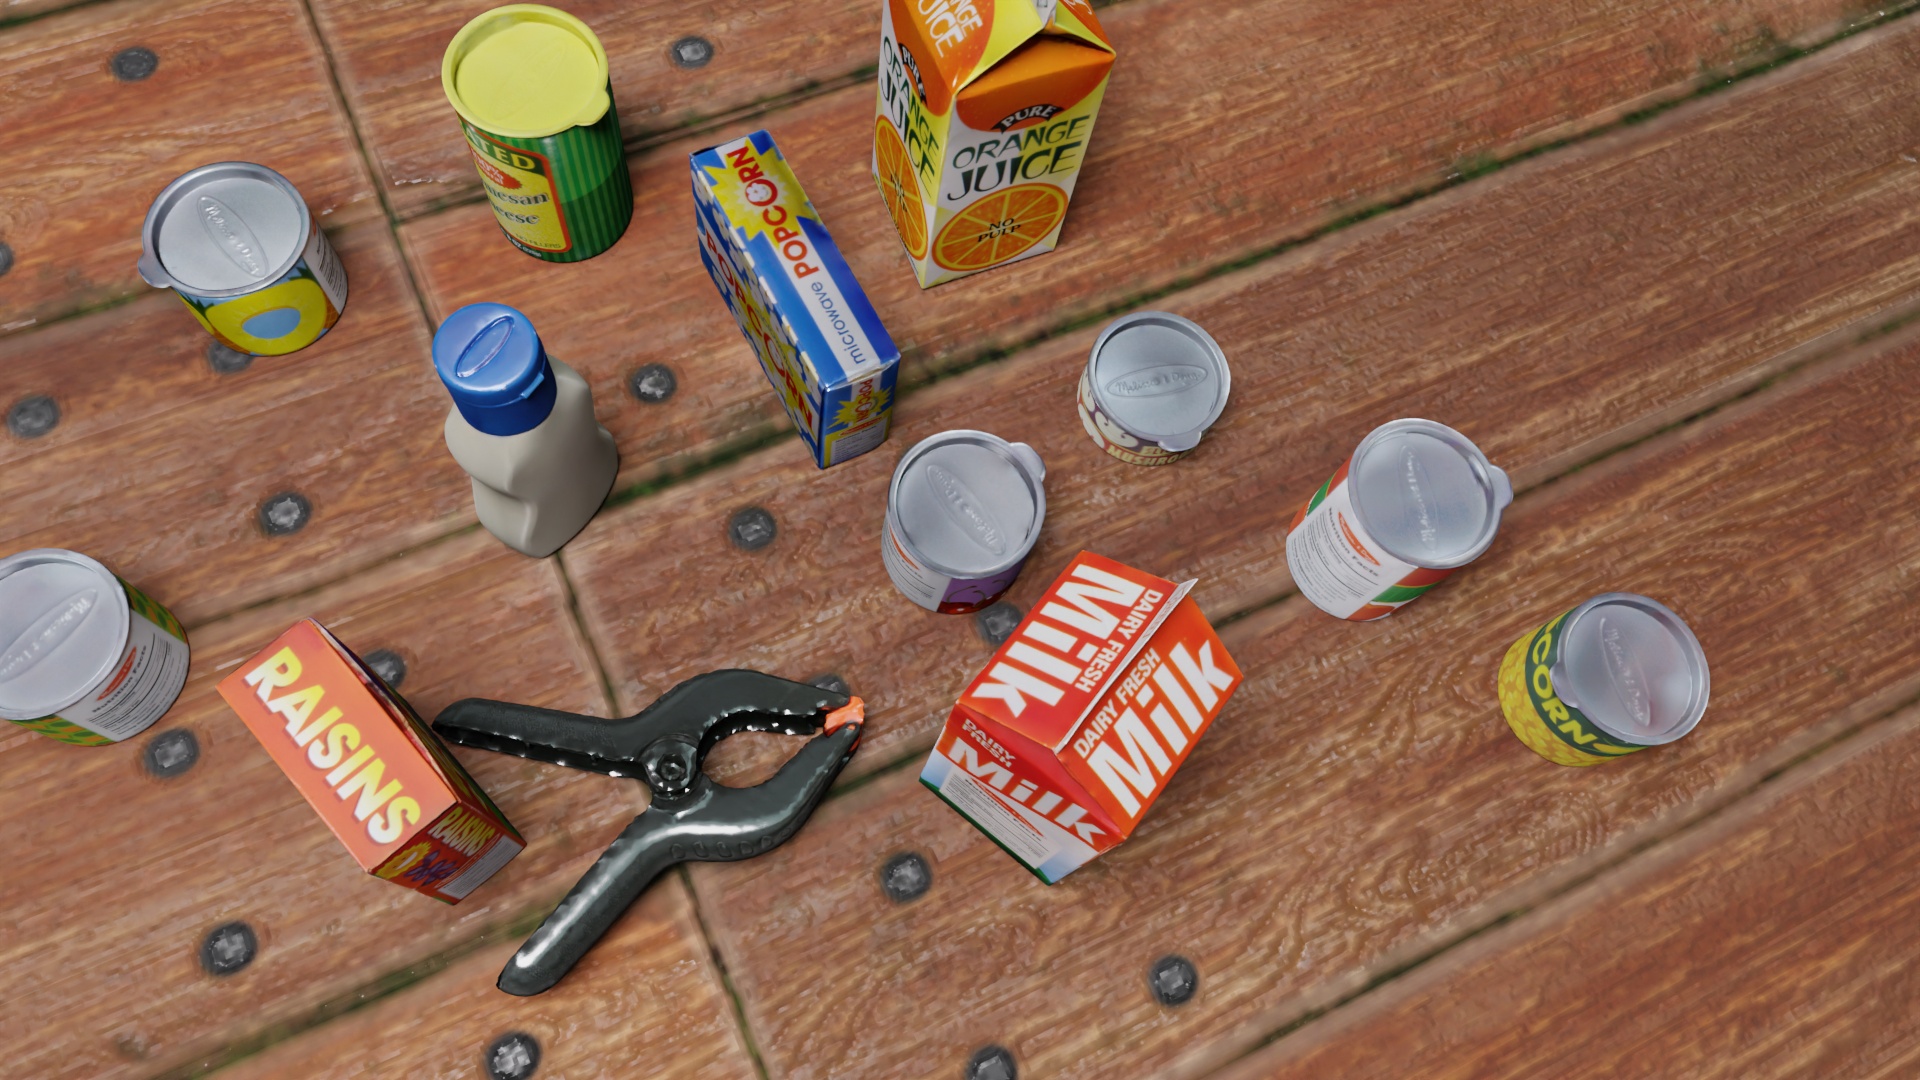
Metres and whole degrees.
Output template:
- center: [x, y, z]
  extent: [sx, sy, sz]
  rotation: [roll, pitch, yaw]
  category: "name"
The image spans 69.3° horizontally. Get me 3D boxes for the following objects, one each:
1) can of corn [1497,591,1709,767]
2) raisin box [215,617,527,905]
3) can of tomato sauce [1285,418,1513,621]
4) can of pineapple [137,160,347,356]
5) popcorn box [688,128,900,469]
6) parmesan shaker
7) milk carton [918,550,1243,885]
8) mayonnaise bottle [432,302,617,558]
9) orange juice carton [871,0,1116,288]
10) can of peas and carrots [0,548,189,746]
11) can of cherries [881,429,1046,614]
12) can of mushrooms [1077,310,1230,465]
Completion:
- center: [0.277, 0.063, 0.607]
  extent: [0.071, 0.058, 0.071]
  rotation: [2, 70, -6]
  category: "can of corn"
- center: [-0.210, 0.085, 0.509]
  extent: [0.040, 0.123, 0.086]
  rotation: [-40, 79, -17]
  category: "raisin box"
- center: [0.189, -0.007, 0.610]
  extent: [0.071, 0.082, 0.071]
  rotation: [2, 70, -6]
  category: "can of tomato sauce"
- center: [-0.312, -0.121, 0.607]
  extent: [0.071, 0.057, 0.071]
  rotation: [2, 70, -6]
  category: "can of pineapple"
- center: [-0.074, -0.104, 0.614]
  extent: [0.038, 0.085, 0.127]
  rotation: [-26, 75, -15]
  category: "popcorn box"
- center: [-0.182, -0.175, 0.617]
  extent: [0.071, 0.102, 0.071]
  rotation: [2, 70, -6]
  category: "parmesan shaker"
- center: [0.041, 0.067, 0.508]
  extent: [0.073, 0.190, 0.072]
  rotation: [38, 71, 7]
  category: "milk carton"
- center: [-0.171, -0.043, 0.547]
  extent: [0.041, 0.147, 0.065]
  rotation: [33, 70, 6]
  category: "mayonnaise bottle"
- center: [0.011, -0.194, 0.599]
  extent: [0.073, 0.192, 0.072]
  rotation: [-19, 74, -13]
  category: "orange juice carton"
- center: [-0.349, 0.042, 0.543]
  extent: [0.071, 0.058, 0.071]
  rotation: [2, 70, -6]
  category: "can of peas and carrots"
- center: [0.002, -0.008, 0.601]
  extent: [0.071, 0.058, 0.072]
  rotation: [2, 70, -6]
  category: "can of cherries"
- center: [0.089, -0.068, 0.647]
  extent: [0.071, 0.033, 0.071]
  rotation: [2, 70, -6]
  category: "can of mushrooms"
